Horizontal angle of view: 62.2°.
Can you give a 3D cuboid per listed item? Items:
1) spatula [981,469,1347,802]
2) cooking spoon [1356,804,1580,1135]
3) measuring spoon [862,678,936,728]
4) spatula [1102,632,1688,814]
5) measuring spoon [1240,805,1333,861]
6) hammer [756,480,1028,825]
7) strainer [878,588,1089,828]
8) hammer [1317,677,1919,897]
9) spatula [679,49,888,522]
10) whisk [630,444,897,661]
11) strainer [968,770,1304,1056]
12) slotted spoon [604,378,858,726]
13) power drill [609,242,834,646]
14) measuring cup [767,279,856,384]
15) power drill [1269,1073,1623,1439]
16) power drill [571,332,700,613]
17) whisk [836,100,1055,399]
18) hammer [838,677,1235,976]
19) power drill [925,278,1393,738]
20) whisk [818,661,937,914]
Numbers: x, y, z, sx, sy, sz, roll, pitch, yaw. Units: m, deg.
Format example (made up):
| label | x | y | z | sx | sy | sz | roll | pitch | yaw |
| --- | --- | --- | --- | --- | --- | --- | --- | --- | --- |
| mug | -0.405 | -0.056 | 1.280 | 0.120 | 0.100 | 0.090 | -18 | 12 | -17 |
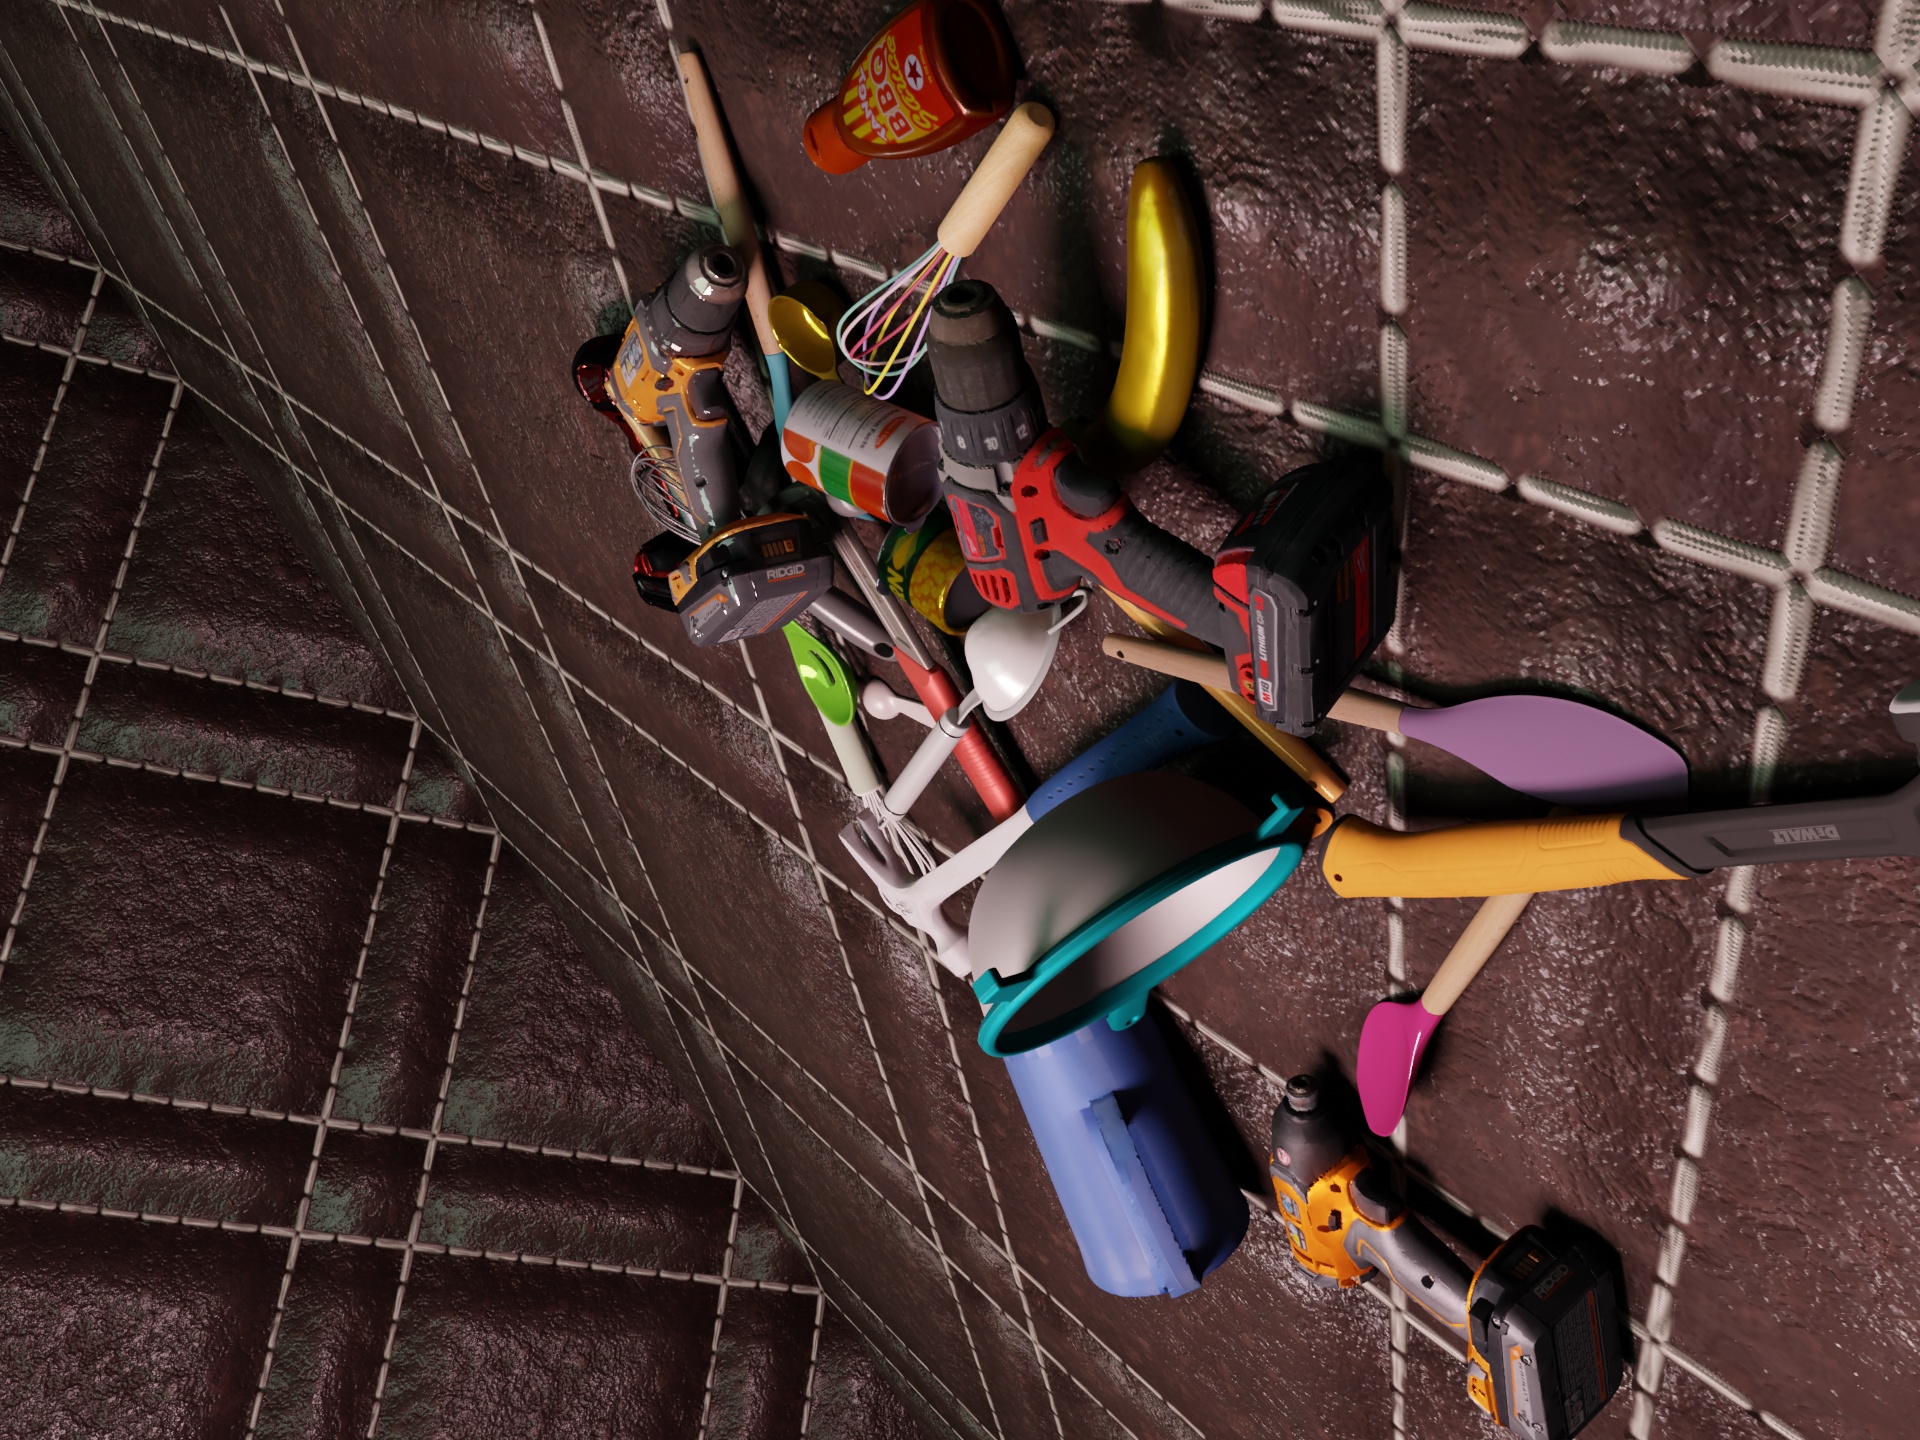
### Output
| label | x | y | z | sx | sy | sz | roll | pitch | yaw |
| --- | --- | --- | --- | --- | --- | --- | --- | --- | --- |
| spatula | 0.096 | -0.078 | 0.878 | 0.323 | 0.041 | 0.081 | 45 | 155 | 11 |
| cooking spoon | 0.261 | 0.138 | 0.844 | 0.318 | 0.017 | 0.069 | 98 | 168 | -53 |
| measuring spoon | -0.037 | -0.003 | 1.203 | 0.124 | 0.018 | 0.034 | 21 | 139 | 49 |
| spatula | 0.193 | -0.008 | 0.770 | 0.316 | 0.018 | 0.059 | 18 | 136 | 43 |
| measuring spoon | 0.181 | 0.065 | 0.918 | 0.021 | 0.011 | 0.117 | 40 | 152 | -5 |
| hammer | -0.016 | -0.013 | 1.107 | 0.359 | 0.037 | 0.149 | 58 | 157 | -15 |
| strainer | -0.002 | -0.003 | 1.013 | 0.258 | 0.050 | 0.087 | 126 | 152 | -43 |
| hammer | 0.282 | 0.060 | 0.674 | 0.337 | 0.034 | 0.127 | -13 | 107 | 59 |
| spatula | -0.118 | -0.266 | 1.023 | 0.082 | 0.044 | 0.317 | 20 | 133 | 49 |
| whisk | -0.136 | -0.117 | 1.147 | 0.239 | 0.055 | 0.055 | 35 | 156 | -8 |
| strainer | 0.085 | 0.116 | 0.954 | 0.095 | 0.211 | 0.340 | 57 | 172 | 20 |
| slotted spoon | -0.167 | -0.125 | 1.197 | 0.070 | 0.031 | 0.313 | -1 | 128 | 57 |
| power drill | -0.155 | -0.179 | 1.028 | 0.185 | 0.084 | 0.226 | -29 | 78 | 61 |
| measuring cup | -0.061 | -0.208 | 0.999 | 0.156 | 0.029 | 0.062 | 51 | 155 | -21 |
| power drill | 0.280 | 0.316 | 0.970 | 0.227 | 0.084 | 0.164 | 25 | 140 | 52 |
| power drill | -0.239 | -0.199 | 1.255 | 0.143 | 0.078 | 0.219 | 18 | 133 | 51 |
| whisk | -0.011 | -0.246 | 0.842 | 0.051 | 0.047 | 0.245 | 44 | 151 | -4 |
| hammer | 0.043 | 0.062 | 1.042 | 0.144 | 0.035 | 0.405 | 47 | 145 | -2 |
| power drill | 0.081 | -0.103 | 0.742 | 0.227 | 0.080 | 0.187 | 25 | 151 | 31 |
| whisk | -0.073 | 0.062 | 1.321 | 0.058 | 0.059 | 0.246 | -14 | 109 | 24 |
